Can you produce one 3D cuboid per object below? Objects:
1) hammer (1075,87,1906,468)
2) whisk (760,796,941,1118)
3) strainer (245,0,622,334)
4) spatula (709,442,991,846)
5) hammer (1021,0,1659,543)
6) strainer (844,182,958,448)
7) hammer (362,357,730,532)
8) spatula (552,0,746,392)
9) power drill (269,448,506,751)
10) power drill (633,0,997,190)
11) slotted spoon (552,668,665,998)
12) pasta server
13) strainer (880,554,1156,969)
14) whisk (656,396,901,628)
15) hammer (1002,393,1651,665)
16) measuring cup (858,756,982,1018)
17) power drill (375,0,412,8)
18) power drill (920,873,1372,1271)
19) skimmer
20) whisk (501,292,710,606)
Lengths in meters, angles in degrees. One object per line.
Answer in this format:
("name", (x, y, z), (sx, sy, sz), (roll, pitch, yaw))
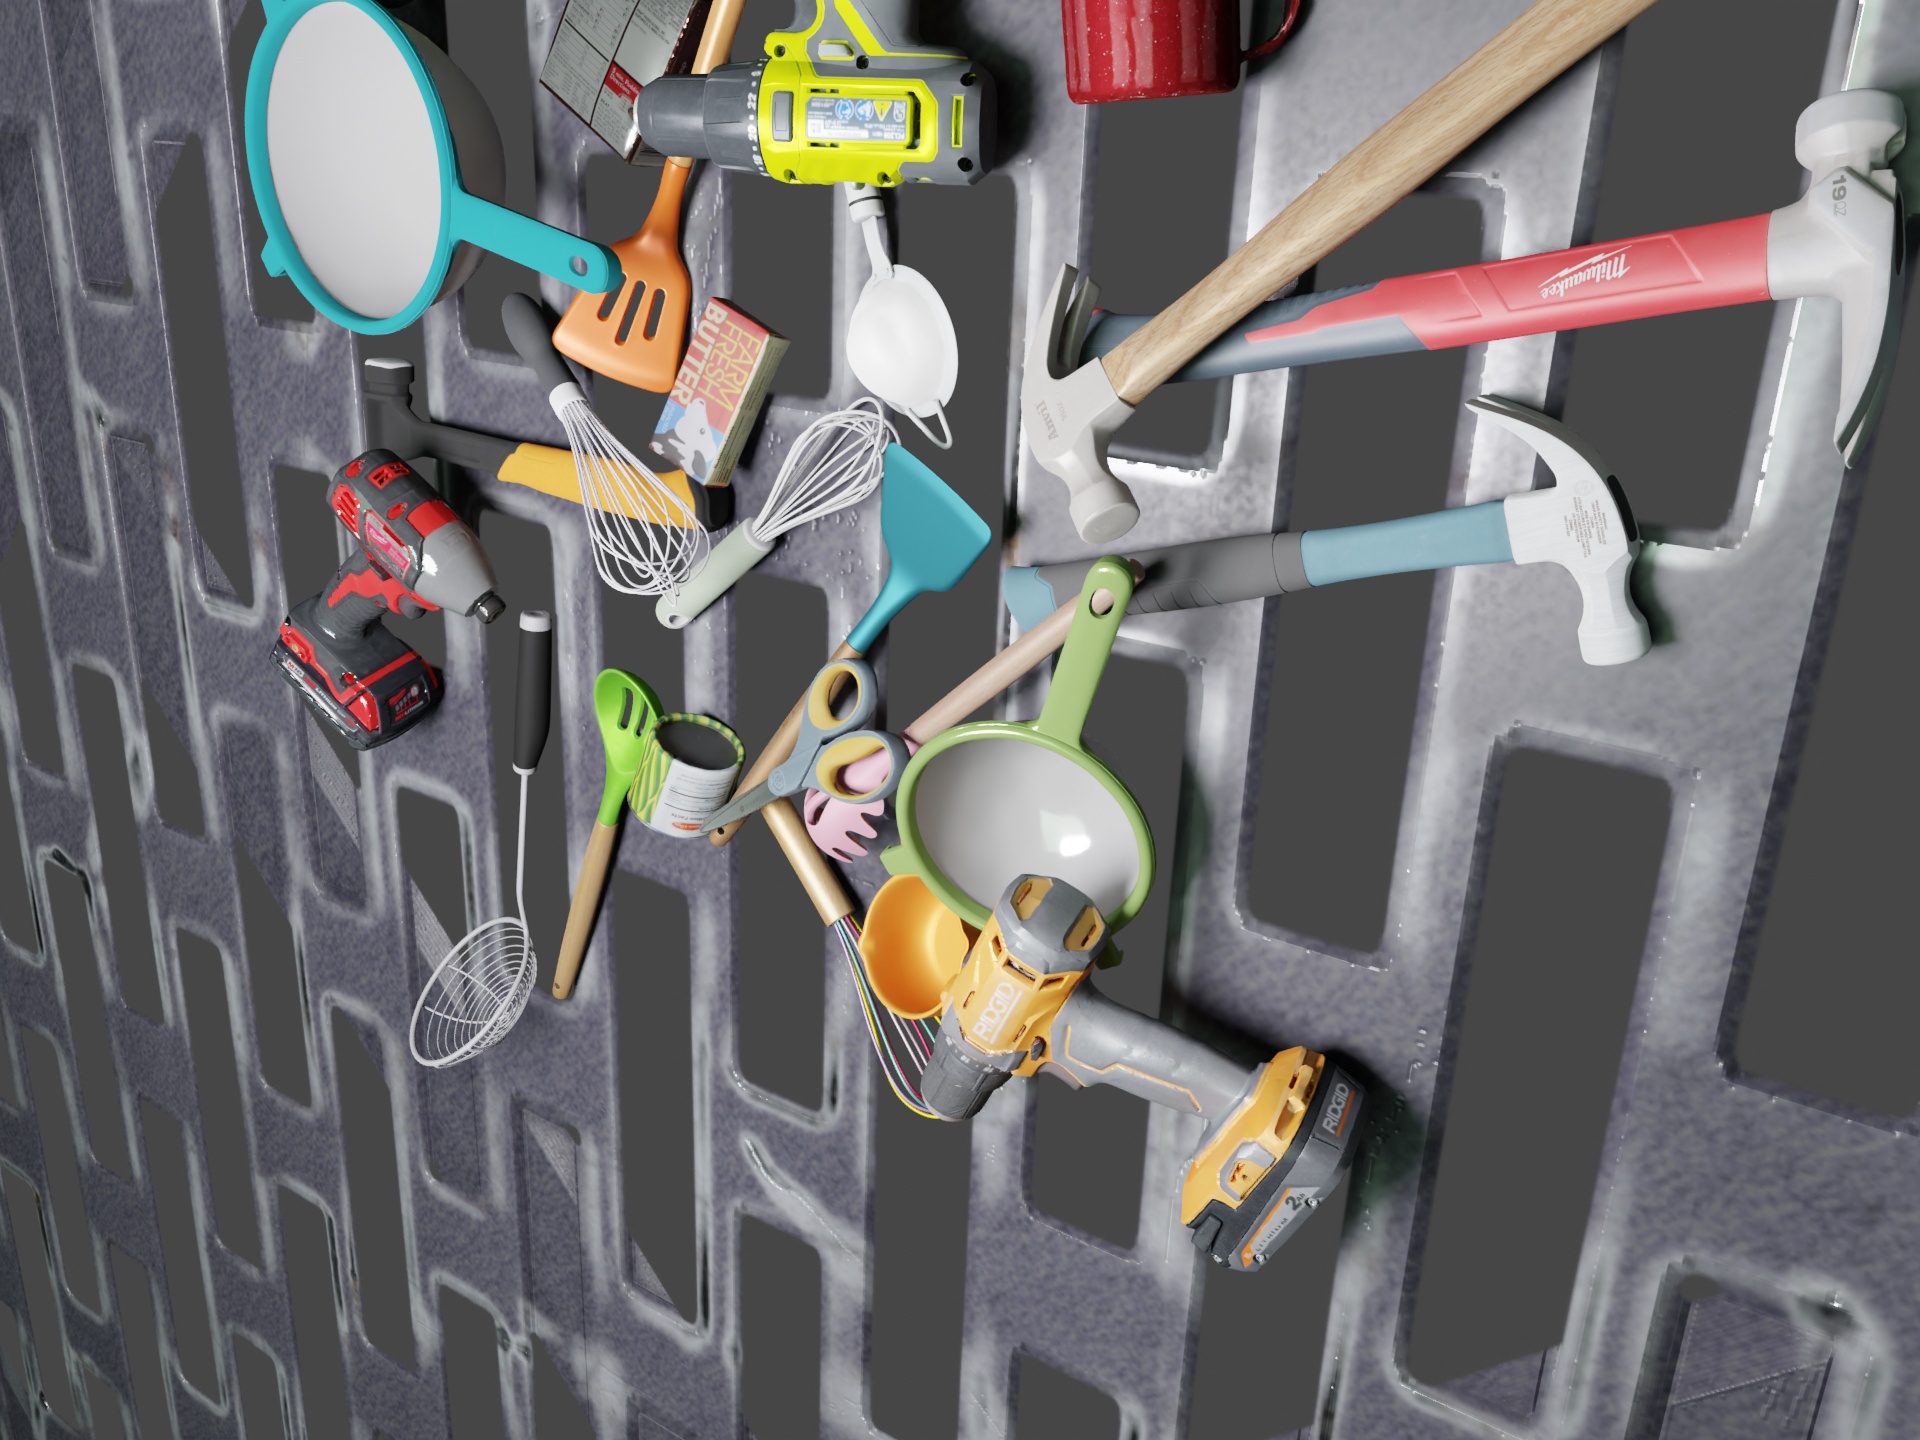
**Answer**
("hammer", (0.200, -0.168, 0.714), (0.386, 0.038, 0.143), (0, 78, 39))
("whisk", (-0.070, 0.150, 1.035), (0.047, 0.051, 0.245), (-40, 78, 43))
("strainer", (-0.317, -0.338, 1.017), (0.340, 0.095, 0.211), (27, 121, 25))
("spatula", (-0.083, -0.027, 0.975), (0.082, 0.044, 0.317), (44, 120, 11))
("hammer", (0.158, -0.224, 0.716), (0.331, 0.031, 0.130), (-36, 59, 26))
("strainer", (-0.053, -0.276, 0.886), (0.087, 0.050, 0.258), (-6, 99, 51))
("hammer", (-0.292, -0.167, 1.094), (0.337, 0.034, 0.127), (16, 113, 31))
("spatula", (-0.158, -0.344, 0.923), (0.081, 0.041, 0.322), (22, 126, -9))
("power drill", (-0.412, -0.080, 1.157), (0.143, 0.078, 0.219), (44, 132, 1))
("power drill", (-0.075, -0.391, 0.810), (0.190, 0.080, 0.228), (6, 109, 11))
("slotted spoon", (-0.265, 0.091, 1.165), (0.070, 0.031, 0.313), (36, 124, 21))
("pasta server", (-0.001, -0.003, 0.915), (0.316, 0.040, 0.060), (-37, 51, 40))
("strainer", (0.056, 0.010, 0.865), (0.151, 0.069, 0.256), (23, 127, 9))
("whisk", (-0.120, -0.120, 0.985), (0.246, 0.057, 0.059), (-34, 50, 41))
("hammer", (0.163, -0.078, 0.799), (0.331, 0.033, 0.128), (-5, 103, 37))
("measuring cup", (-0.012, 0.095, 0.977), (0.095, 0.052, 0.174), (-9, 77, 44))
("power drill", (-0.307, -0.541, 0.959), (0.223, 0.080, 0.171), (-6, 101, 33))
("power drill", (0.088, 0.208, 0.888), (0.226, 0.084, 0.185), (32, 129, 8))
("skimmer", (-0.359, 0.091, 1.191), (0.127, 0.090, 0.363), (44, 130, 55))
("whisk", (-0.235, -0.179, 1.006), (0.070, 0.070, 0.285), (-55, 54, 34))
